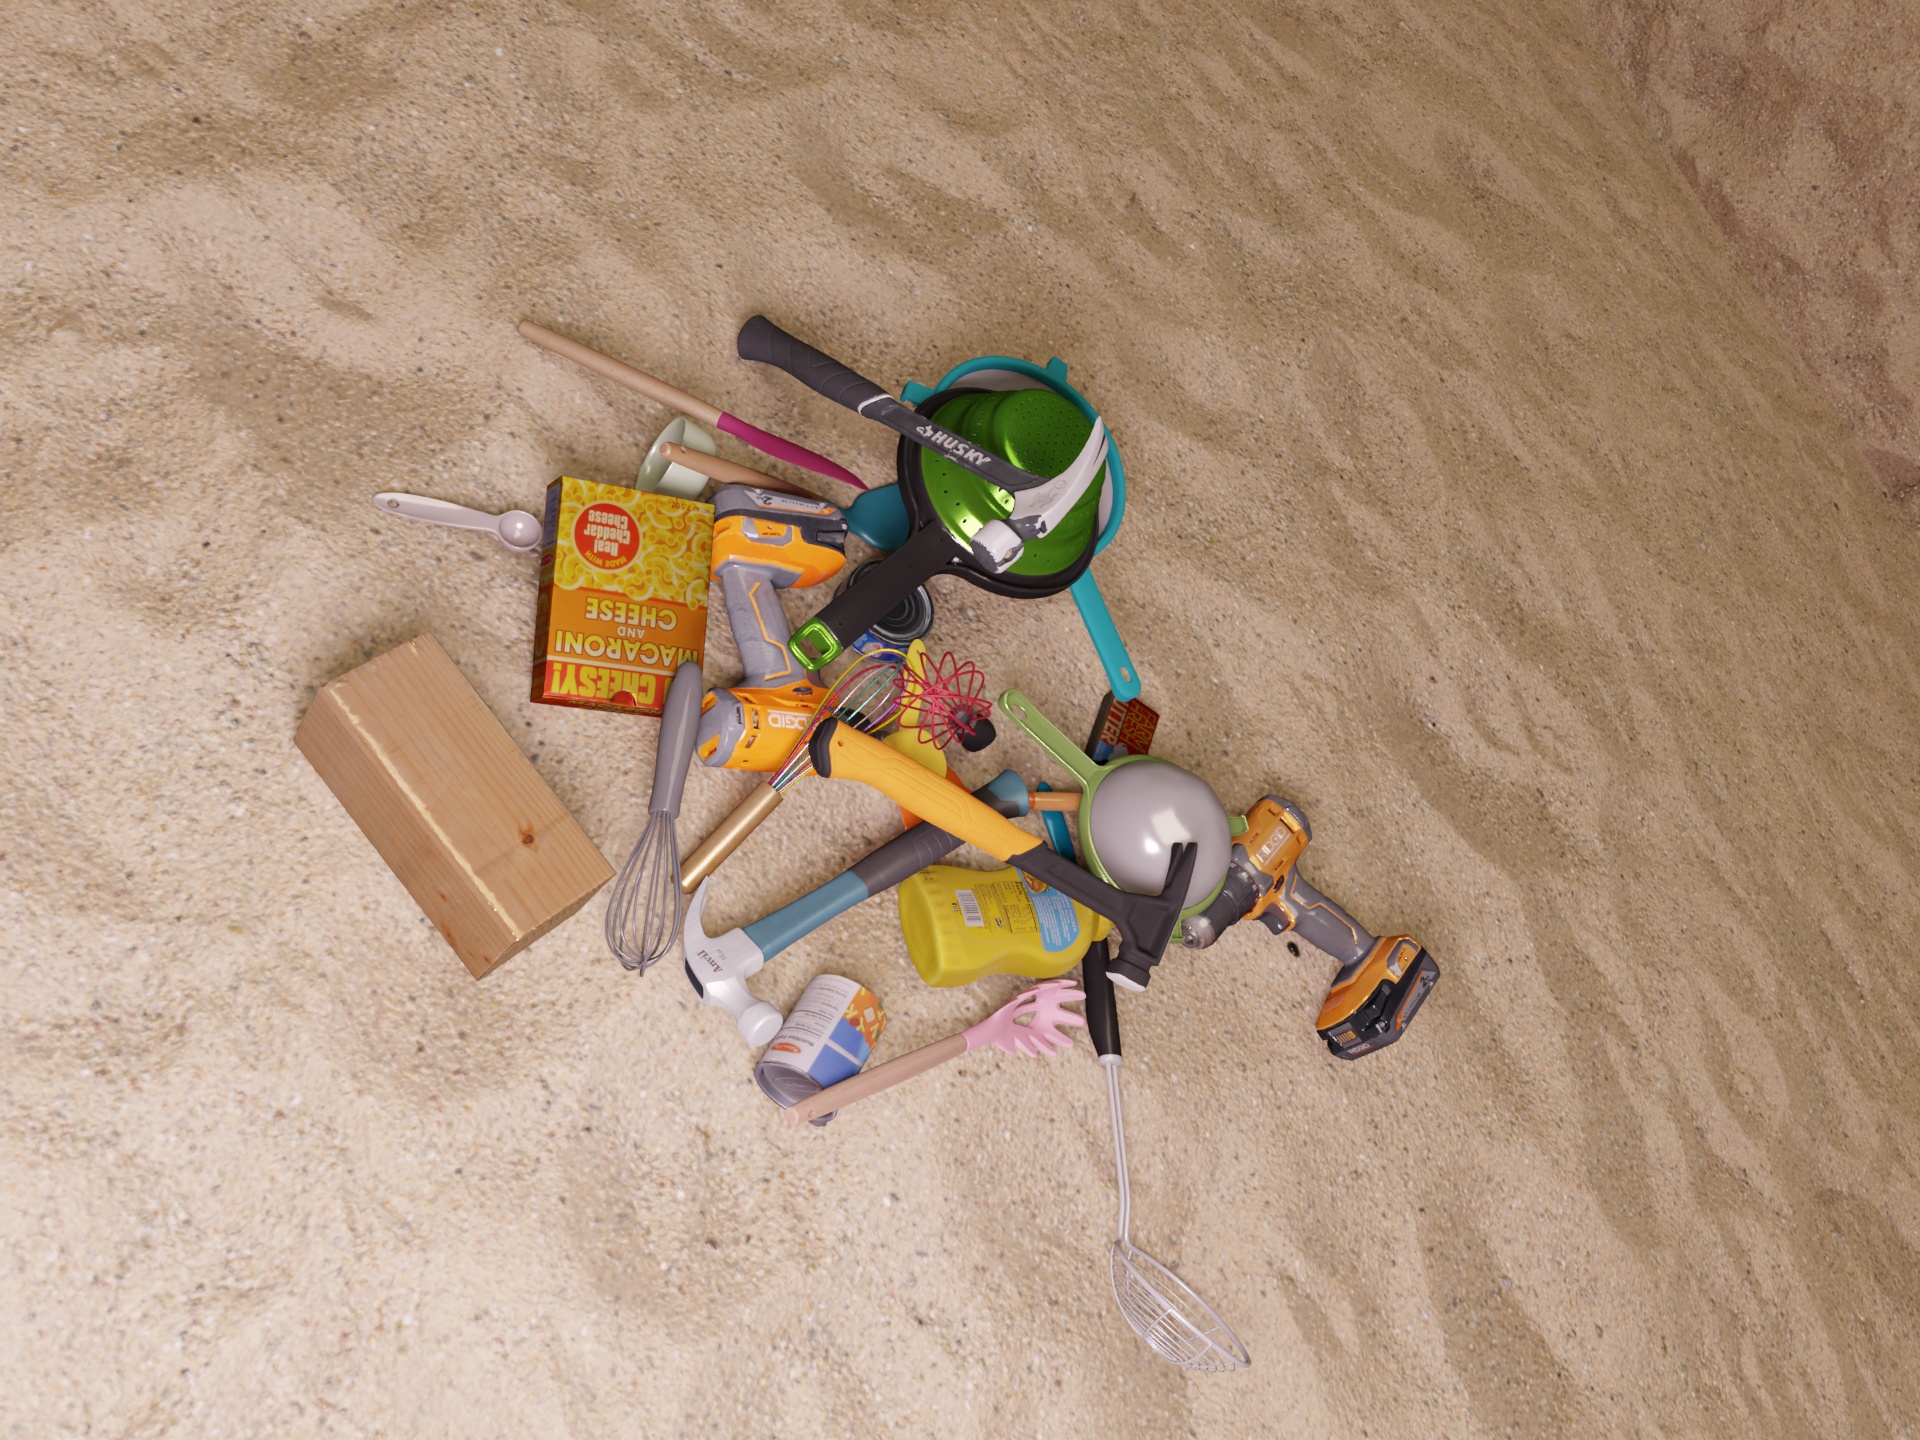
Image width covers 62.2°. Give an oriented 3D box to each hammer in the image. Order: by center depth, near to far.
[{"bbox_3d":[-0.068,0.119,1.202,0.331,0.033,0.128,-28,55,-36],"label":"hammer"},{"bbox_3d":[0.034,0.082,1.213,0.336,0.034,0.127,30,75,-22],"label":"hammer"},{"bbox_3d":[-0.053,-0.256,1.308,0.149,0.036,0.409,-42,52,-16],"label":"hammer"}]

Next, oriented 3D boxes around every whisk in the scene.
[{"bbox_3d":[-0.214,0.067,1.150,0.055,0.055,0.239,17,66,-25],"label":"whisk"},{"bbox_3d":[-0.122,0.038,1.188,0.245,0.051,0.047,-46,114,-11],"label":"whisk"},{"bbox_3d":[-0.002,-0.004,1.233,0.073,0.295,0.073,-1,82,8],"label":"whisk"}]

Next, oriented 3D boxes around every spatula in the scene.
[{"bbox_3d":[-0.128,-0.193,1.333,0.317,0.044,0.082,11,58,-54],"label":"spatula"},{"bbox_3d":[0.086,0.067,1.362,0.322,0.041,0.081,2,65,-25],"label":"spatula"}]

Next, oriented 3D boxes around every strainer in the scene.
[{"bbox_3d":[0.140,0.054,1.342,0.256,0.069,0.151,42,55,-6],"label":"strainer"},{"bbox_3d":[0.067,-0.163,1.455,0.211,0.095,0.340,-19,81,-36],"label":"strainer"}]

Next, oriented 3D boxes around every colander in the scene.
[{"bbox_3d":[0.008,-0.168,1.302,0.204,0.094,0.397,49,53,-4],"label":"colander"}]

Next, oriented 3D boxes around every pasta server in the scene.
[{"bbox_3d":[-0.011,0.247,1.172,0.316,0.040,0.060,-9,104,-52],"label":"pasta server"}]

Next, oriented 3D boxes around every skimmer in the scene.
[{"bbox_3d":[0.153,0.322,1.251,0.127,0.090,0.364,42,37,-53],"label":"skimmer"}]

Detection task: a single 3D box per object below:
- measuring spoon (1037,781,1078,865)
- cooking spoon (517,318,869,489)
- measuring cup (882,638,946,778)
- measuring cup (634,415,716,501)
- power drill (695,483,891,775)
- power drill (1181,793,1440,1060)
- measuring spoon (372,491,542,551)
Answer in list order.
[{"bbox_3d":[0.095,0.110,1.369,0.042,0.021,0.129,-7,70,-36],"label":"measuring spoon"},{"bbox_3d":[-0.218,-0.256,1.294,0.319,0.017,0.069,25,10,4],"label":"cooking spoon"},{"bbox_3d":[-0.032,-0.008,1.294,0.062,0.029,0.157,34,46,-36],"label":"measuring cup"},{"bbox_3d":[-0.240,-0.163,1.274,0.038,0.083,0.168,26,69,-30],"label":"measuring cup"},{"bbox_3d":[-0.134,-0.064,1.276,0.164,0.084,0.227,7,66,-33],"label":"power drill"},{"bbox_3d":[0.303,0.198,1.427,0.226,0.084,0.185,47,52,2],"label":"power drill"},{"bbox_3d":[-0.380,-0.151,1.203,0.124,0.018,0.034,11,60,-21],"label":"measuring spoon"}]
